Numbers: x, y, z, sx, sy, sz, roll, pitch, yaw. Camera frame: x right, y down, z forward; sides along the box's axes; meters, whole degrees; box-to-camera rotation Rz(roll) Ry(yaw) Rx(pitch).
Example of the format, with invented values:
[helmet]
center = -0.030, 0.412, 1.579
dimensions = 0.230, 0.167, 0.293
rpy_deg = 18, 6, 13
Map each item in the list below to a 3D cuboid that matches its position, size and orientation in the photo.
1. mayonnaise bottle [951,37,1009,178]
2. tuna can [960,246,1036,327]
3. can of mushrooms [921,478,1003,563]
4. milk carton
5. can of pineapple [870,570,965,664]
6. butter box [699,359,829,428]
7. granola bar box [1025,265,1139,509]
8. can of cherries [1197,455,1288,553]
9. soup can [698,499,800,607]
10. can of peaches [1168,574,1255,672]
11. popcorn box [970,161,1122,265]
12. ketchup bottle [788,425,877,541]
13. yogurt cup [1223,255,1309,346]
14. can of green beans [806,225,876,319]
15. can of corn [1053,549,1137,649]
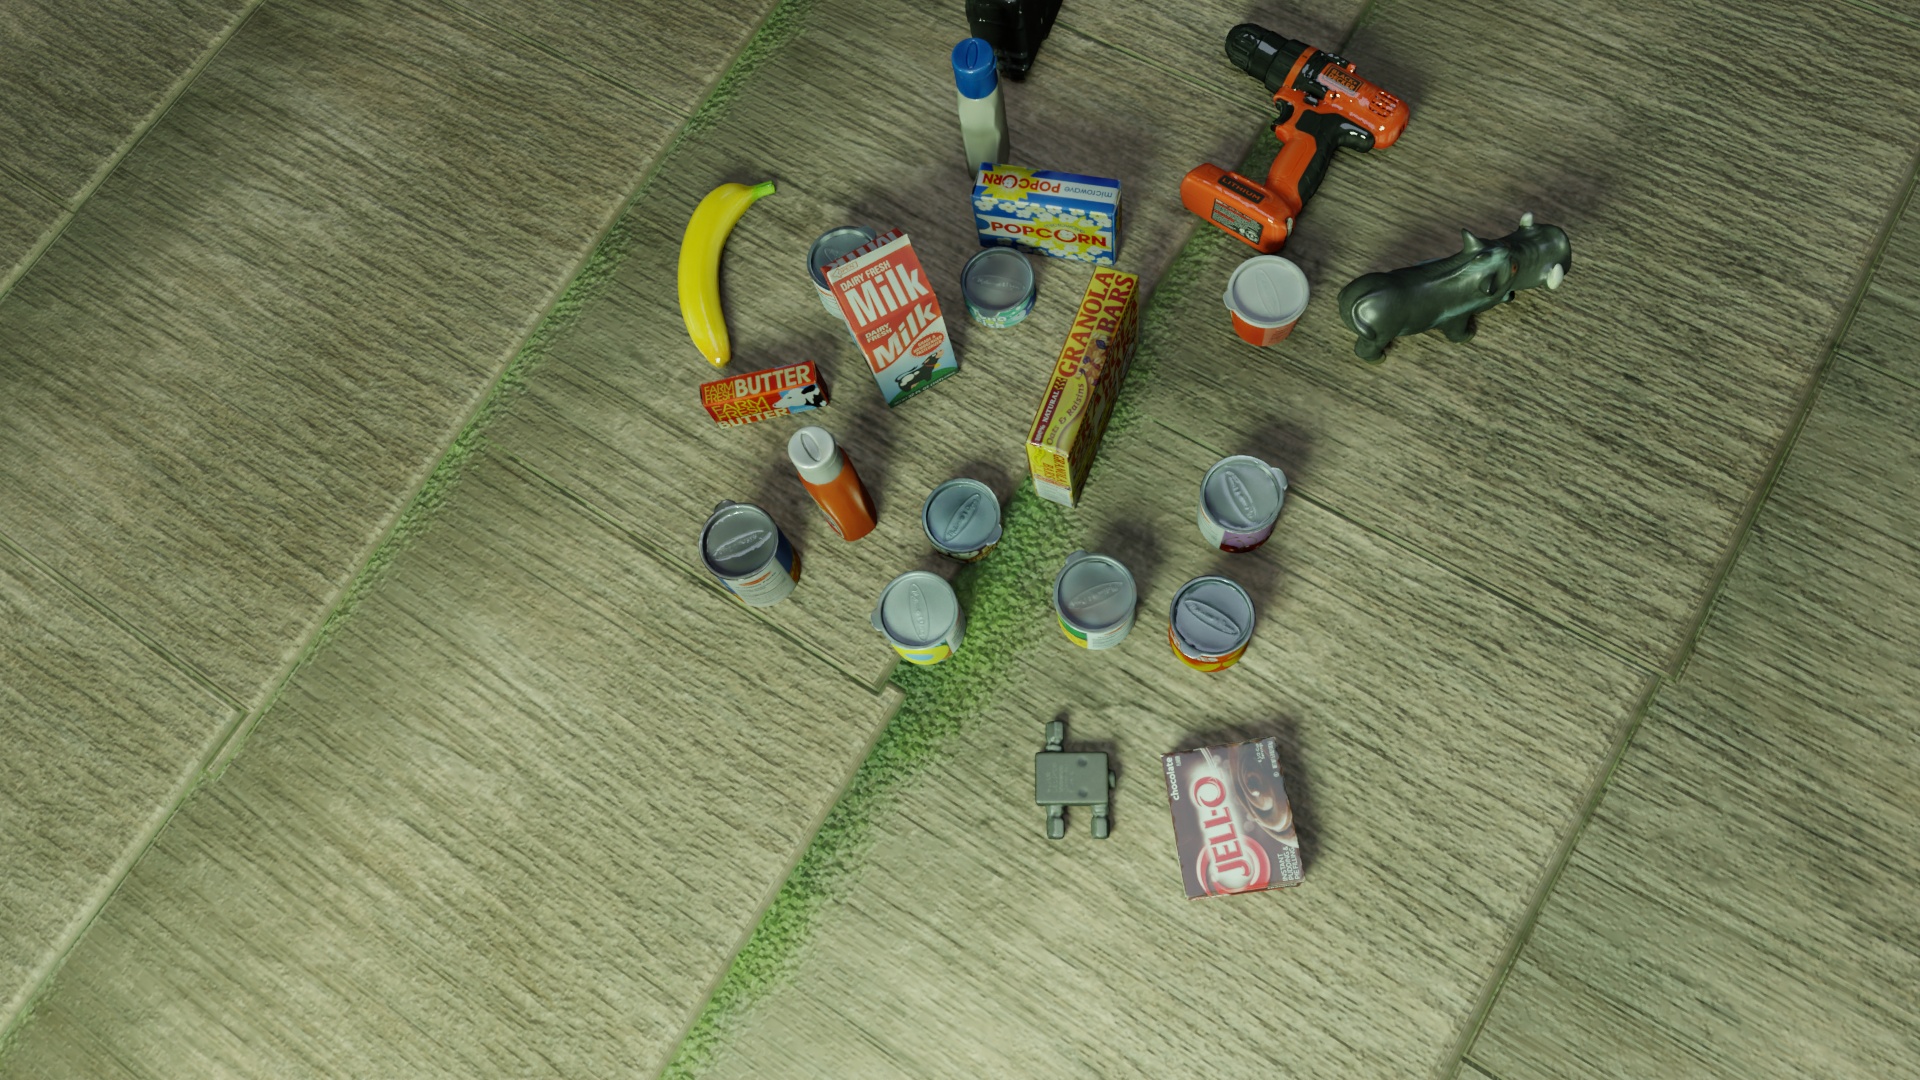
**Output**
[mayonnaise bottle]
center = 0.018, -0.384, 1.230
dimensions = 0.041, 0.147, 0.065
rpy_deg = 3, 72, 8
[tuna can]
center = 0.034, -0.222, 1.234
dimensions = 0.071, 0.032, 0.071
rpy_deg = -2, 71, 6
[can of mushrooms]
center = 0.004, -0.015, 1.167
dimensions = 0.071, 0.033, 0.071
rpy_deg = -2, 71, 6
[milk carton]
center = -0.059, -0.190, 1.151
dimensions = 0.072, 0.190, 0.073
rpy_deg = -28, 71, -3
[can of pineapple]
center = -0.033, 0.063, 1.132
dimensions = 0.071, 0.057, 0.071
rpy_deg = -2, 71, 6
[butter box]
center = -0.171, -0.127, 1.216
dimensions = 0.103, 0.053, 0.024
rpy_deg = -12, 71, 3
[granola bar box]
center = 0.102, -0.124, 1.144
dimensions = 0.039, 0.124, 0.166
rpy_deg = 19, 75, 13
[can of cherries]
center = 0.230, -0.029, 1.131
dimensions = 0.071, 0.058, 0.071
rpy_deg = -2, 71, 6
[soup can]
center = -0.174, 0.011, 1.153
dimensions = 0.071, 0.083, 0.071
rpy_deg = -2, 71, 6
[can of peaches]
center = 0.197, 0.069, 1.102
dimensions = 0.071, 0.058, 0.071
rpy_deg = -2, 71, 6
[popcorn box]
center = 0.078, -0.287, 1.223
dimensions = 0.127, 0.085, 0.038
rpy_deg = 10, 73, 10
[ketchup bottle]
center = -0.105, -0.050, 1.131
dimensions = 0.043, 0.148, 0.065
rpy_deg = -31, 71, -4
[yogurt cup]
center = 0.261, -0.202, 1.189
dimensions = 0.072, 0.053, 0.072
rpy_deg = -2, 71, 6
[can of green beans]
center = -0.099, -0.238, 1.242
dimensions = 0.071, 0.057, 0.071
rpy_deg = -2, 71, 6
[can of corn]
center = 0.108, 0.048, 1.120
dimensions = 0.071, 0.058, 0.071
rpy_deg = -2, 71, 6
